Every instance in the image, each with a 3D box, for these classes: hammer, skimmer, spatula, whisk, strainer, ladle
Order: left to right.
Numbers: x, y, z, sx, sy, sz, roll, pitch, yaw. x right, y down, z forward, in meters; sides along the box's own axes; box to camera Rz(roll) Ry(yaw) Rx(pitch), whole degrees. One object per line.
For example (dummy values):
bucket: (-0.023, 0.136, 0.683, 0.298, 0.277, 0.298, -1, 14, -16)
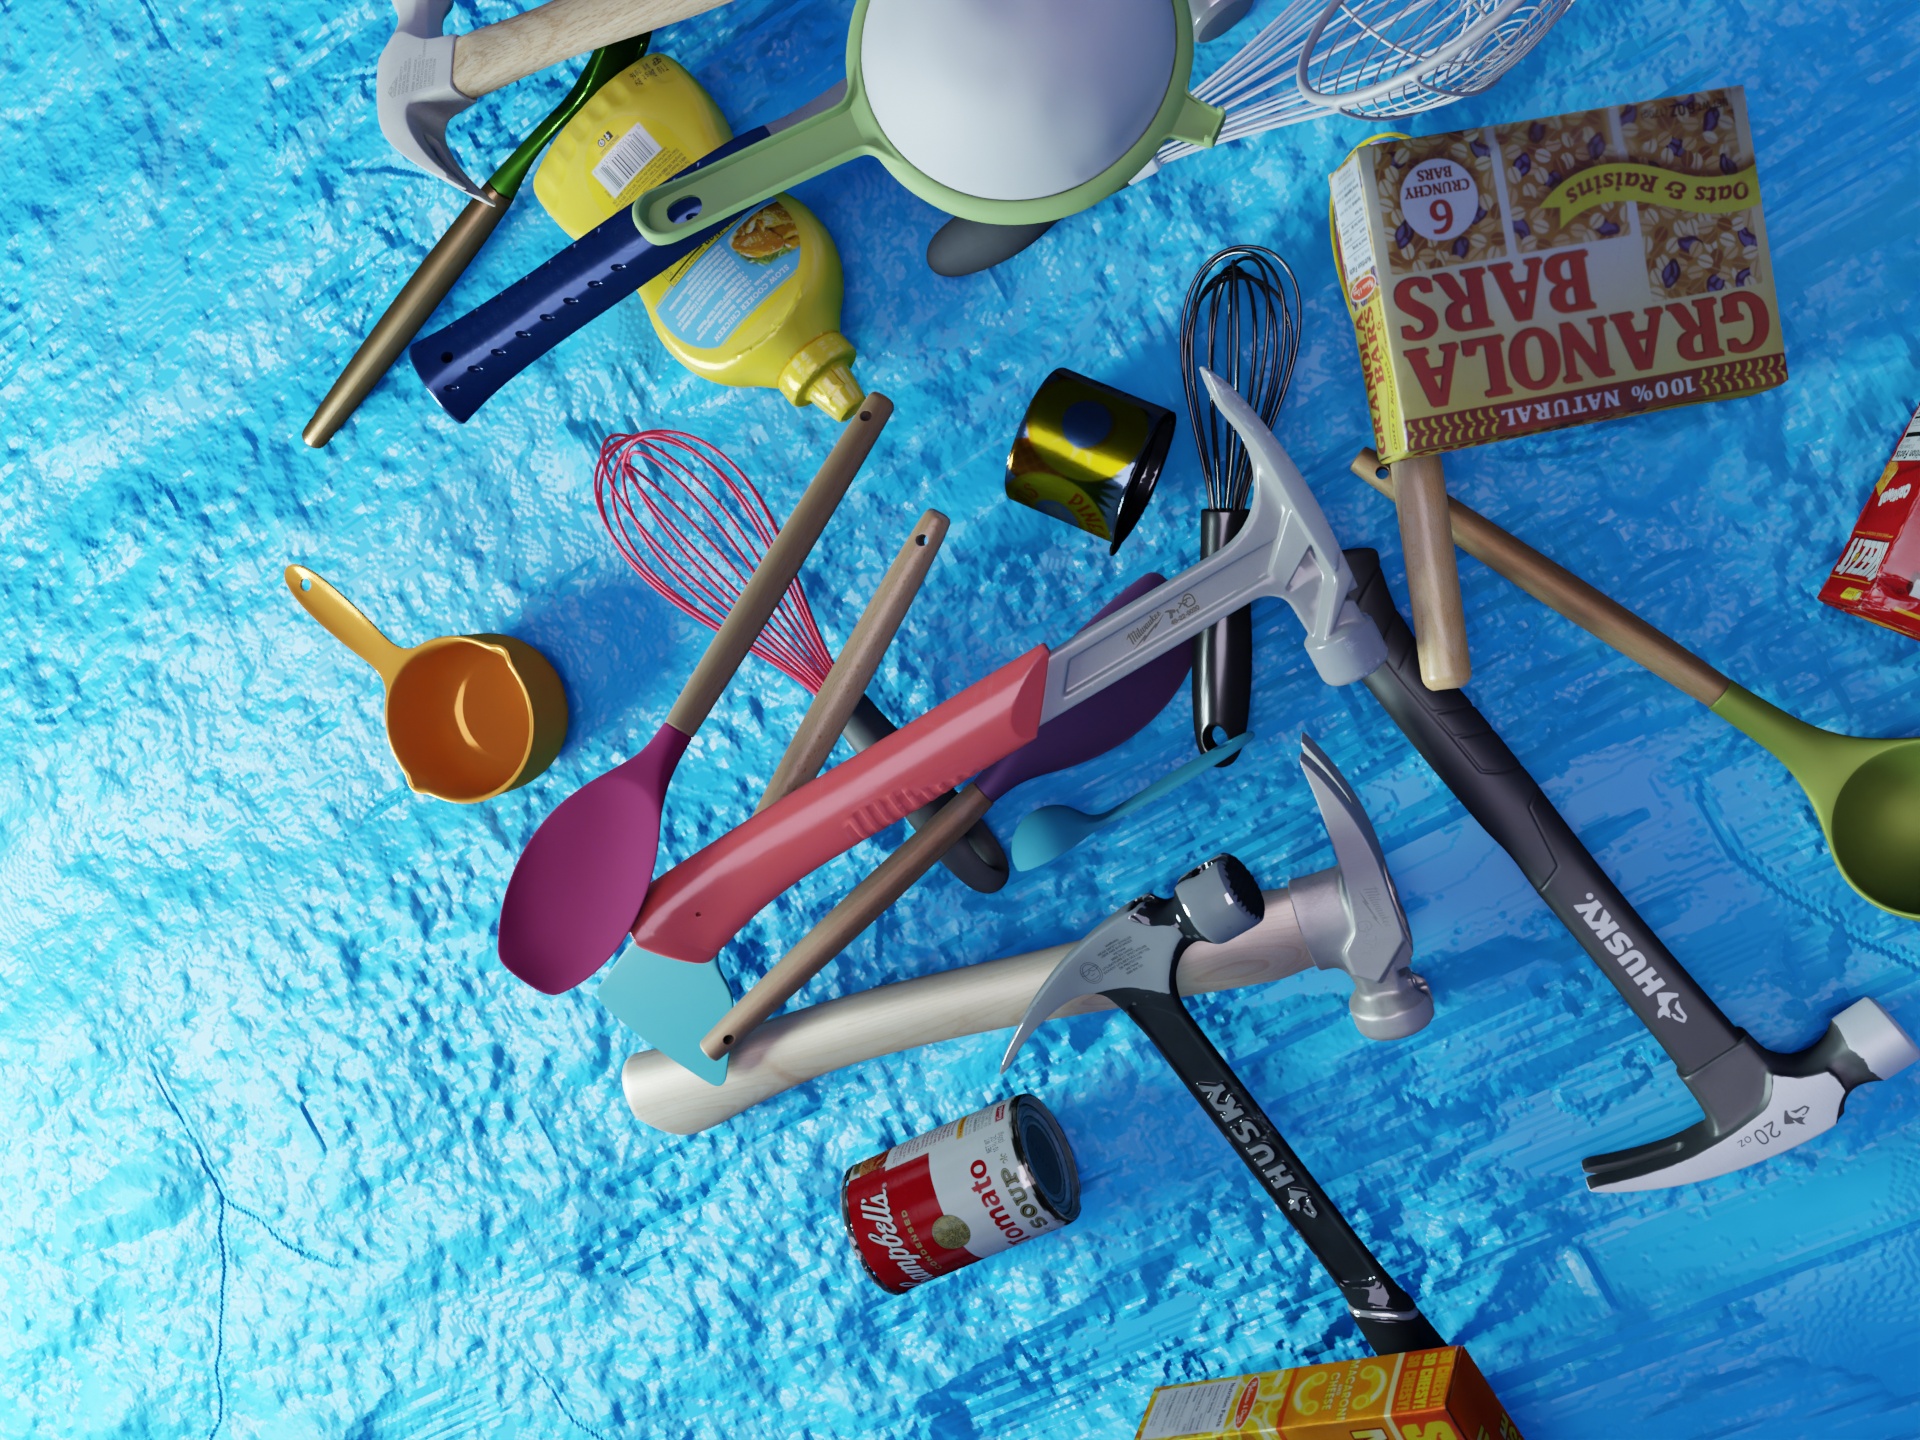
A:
hammer: (-0.140, -0.320, 0.706, 0.331, 0.031, 0.130, -5, 80, 31)
spatula: (-0.085, 0.038, 0.764, 0.082, 0.044, 0.317, 33, 103, 11)
hammer: (-0.076, -0.269, 0.721, 0.405, 0.035, 0.144, -33, 86, 3)
whisk: (-0.075, -0.030, 0.786, 0.073, 0.073, 0.296, -40, 90, 17)
strainer: (-0.026, -0.269, 0.662, 0.256, 0.069, 0.151, -24, 85, 4)
spatula: (-0.006, 0.053, 0.760, 0.316, 0.018, 0.059, -43, 110, 3)
hammer: (-0.001, -0.002, 0.706, 0.359, 0.037, 0.149, -30, 102, 10)
hammer: (0.008, 0.128, 0.780, 0.410, 0.038, 0.146, -17, 107, 19)
whisk: (0.107, -0.269, 0.709, 0.284, 0.070, 0.070, -22, 91, 22)
skimmer: (0.101, -0.368, 0.631, 0.127, 0.090, 0.363, -44, 69, 13)
whisk: (0.125, -0.095, 0.730, 0.055, 0.055, 0.239, 4, 102, 15)
hammer: (0.179, 0.258, 0.734, 0.149, 0.036, 0.409, -34, 95, 25)
whisk: (0.197, -0.135, 0.689, 0.047, 0.051, 0.245, -8, 88, 9)
hammer: (0.255, 0.058, 0.715, 0.146, 0.035, 0.335, -40, 85, 16)
ladle: (0.304, -0.027, 0.681, 0.320, 0.062, 0.078, 36, 101, 11)

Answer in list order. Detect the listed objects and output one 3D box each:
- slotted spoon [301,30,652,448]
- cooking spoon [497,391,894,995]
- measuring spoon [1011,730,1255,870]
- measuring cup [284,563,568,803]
slotted spoon: (-0.250, -0.254, 0.816, 0.031, 0.070, 0.313, 34, 114, -29)
cooking spoon: (-0.117, -0.017, 0.740, 0.069, 0.017, 0.319, 29, 84, 21)
measuring spoon: (0.076, 0.031, 0.740, 0.128, 0.042, 0.021, -30, 96, 14)
measuring cup: (-0.284, -0.029, 0.848, 0.174, 0.052, 0.095, 39, 105, 10)
